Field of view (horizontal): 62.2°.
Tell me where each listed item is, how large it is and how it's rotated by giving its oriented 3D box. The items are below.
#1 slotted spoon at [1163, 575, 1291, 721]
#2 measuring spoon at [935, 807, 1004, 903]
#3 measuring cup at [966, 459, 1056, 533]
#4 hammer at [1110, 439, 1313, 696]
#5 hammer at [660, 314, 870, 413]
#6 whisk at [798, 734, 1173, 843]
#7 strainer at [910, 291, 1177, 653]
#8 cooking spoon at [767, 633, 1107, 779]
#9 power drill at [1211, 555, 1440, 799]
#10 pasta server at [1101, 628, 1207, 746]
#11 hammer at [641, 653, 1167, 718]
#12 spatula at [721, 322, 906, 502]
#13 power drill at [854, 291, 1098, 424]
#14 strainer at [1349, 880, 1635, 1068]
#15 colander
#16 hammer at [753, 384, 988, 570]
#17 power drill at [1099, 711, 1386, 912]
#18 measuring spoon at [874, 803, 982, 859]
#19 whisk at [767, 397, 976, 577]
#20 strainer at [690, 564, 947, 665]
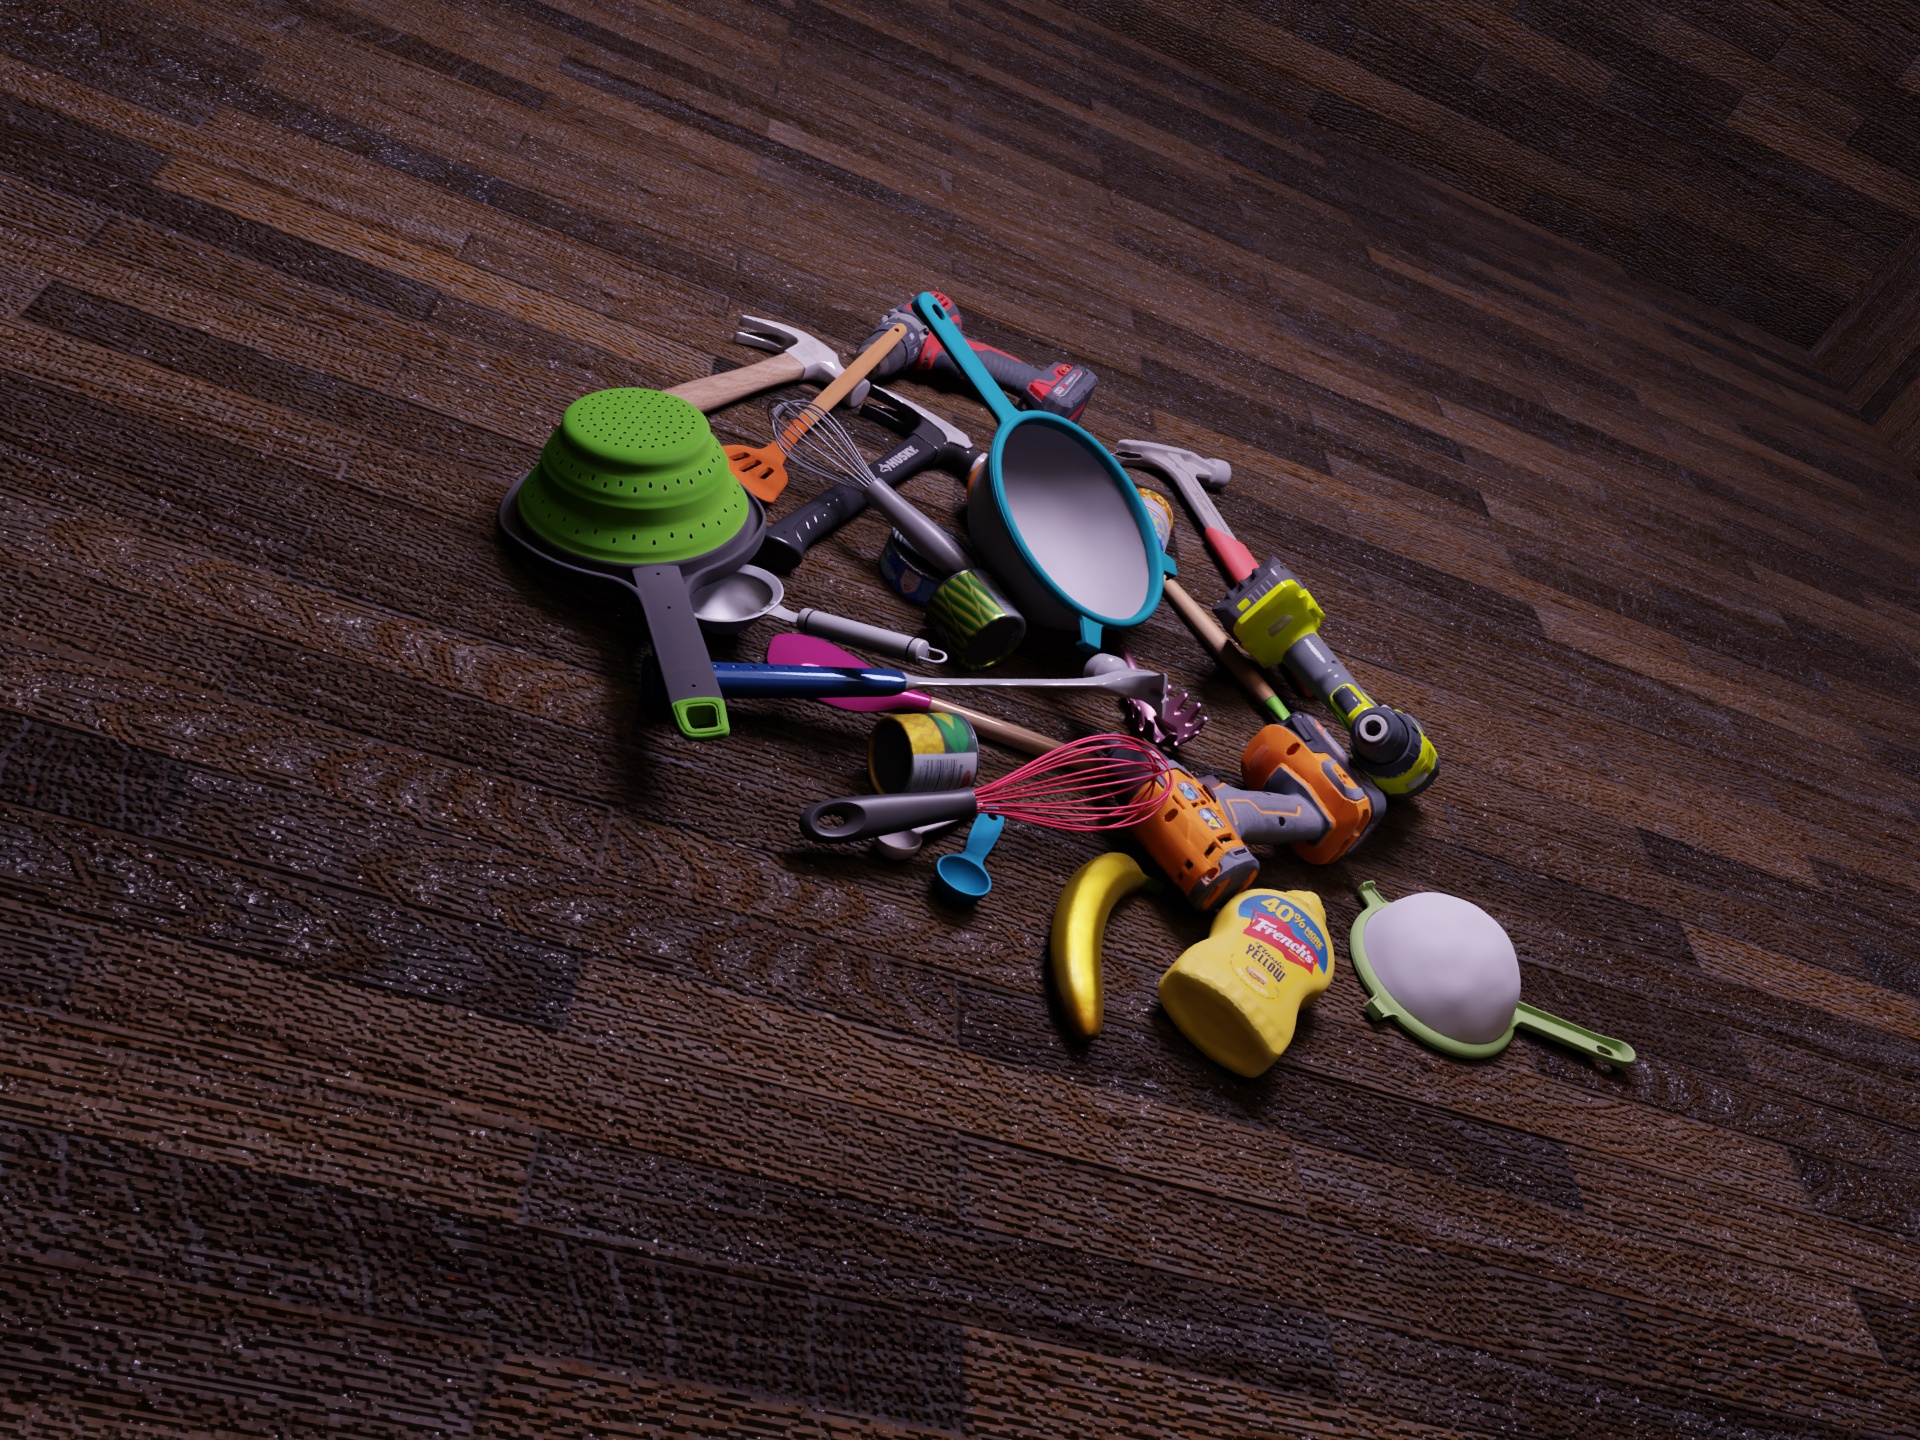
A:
[{"bbox_3d":[0.274,-0.034,1.481,0.070,0.031,0.314,12,35,-50],"label":"slotted spoon"},{"bbox_3d":[0.009,0.099,1.164,0.042,0.021,0.129,28,28,2],"label":"measuring spoon"},{"bbox_3d":[0.036,-0.175,1.475,0.095,0.052,0.174,32,60,-23],"label":"measuring cup"},{"bbox_3d":[0.277,-0.163,1.624,0.149,0.036,0.359,4,43,-30],"label":"hammer"},{"bbox_3d":[-0.225,-0.305,1.460,0.130,0.031,0.331,40,38,12],"label":"hammer"},{"bbox_3d":[0.024,0.056,1.145,0.295,0.073,0.073,-7,49,-24],"label":"whisk"},{"bbox_3d":[0.039,-0.210,1.395,0.340,0.095,0.211,54,39,-5],"label":"strainer"},{"bbox_3d":[-0.002,-0.004,1.269,0.318,0.017,0.069,20,40,-12],"label":"cooking spoon"},{"bbox_3d":[0.327,-0.034,1.406,0.229,0.080,0.190,53,11,24],"label":"power drill"},{"bbox_3d":[0.137,-0.086,1.441,0.060,0.040,0.317,-3,46,-21],"label":"pasta server"},{"bbox_3d":[-0.033,-0.029,1.198,0.405,0.035,0.144,0,9,-21],"label":"hammer"},{"bbox_3d":[-0.130,-0.295,1.474,0.081,0.041,0.323,33,50,4],"label":"spatula"},{"bbox_3d":[0.010,-0.354,1.640,0.227,0.080,0.188,31,37,6],"label":"power drill"},{"bbox_3d":[0.439,0.209,1.270,0.256,0.069,0.152,23,37,-6],"label":"strainer"},{"bbox_3d":[-0.223,-0.139,1.161,0.204,0.094,0.398,-6,41,-19],"label":"colander"},{"bbox_3d":[-0.093,-0.214,1.439,0.146,0.035,0.335,36,37,7],"label":"hammer"},{"bbox_3d":[0.222,0.059,1.288,0.226,0.084,0.164,-11,53,-41],"label":"power drill"},{"bbox_3d":[-0.021,0.079,1.167,0.034,0.018,0.124,25,26,27],"label":"measuring spoon"},{"bbox_3d":[-0.077,-0.196,1.367,0.239,0.055,0.055,42,38,8],"label":"whisk"},{"bbox_3d":[-0.122,-0.074,1.195,0.258,0.050,0.087,17,37,27],"label":"strainer"}]
